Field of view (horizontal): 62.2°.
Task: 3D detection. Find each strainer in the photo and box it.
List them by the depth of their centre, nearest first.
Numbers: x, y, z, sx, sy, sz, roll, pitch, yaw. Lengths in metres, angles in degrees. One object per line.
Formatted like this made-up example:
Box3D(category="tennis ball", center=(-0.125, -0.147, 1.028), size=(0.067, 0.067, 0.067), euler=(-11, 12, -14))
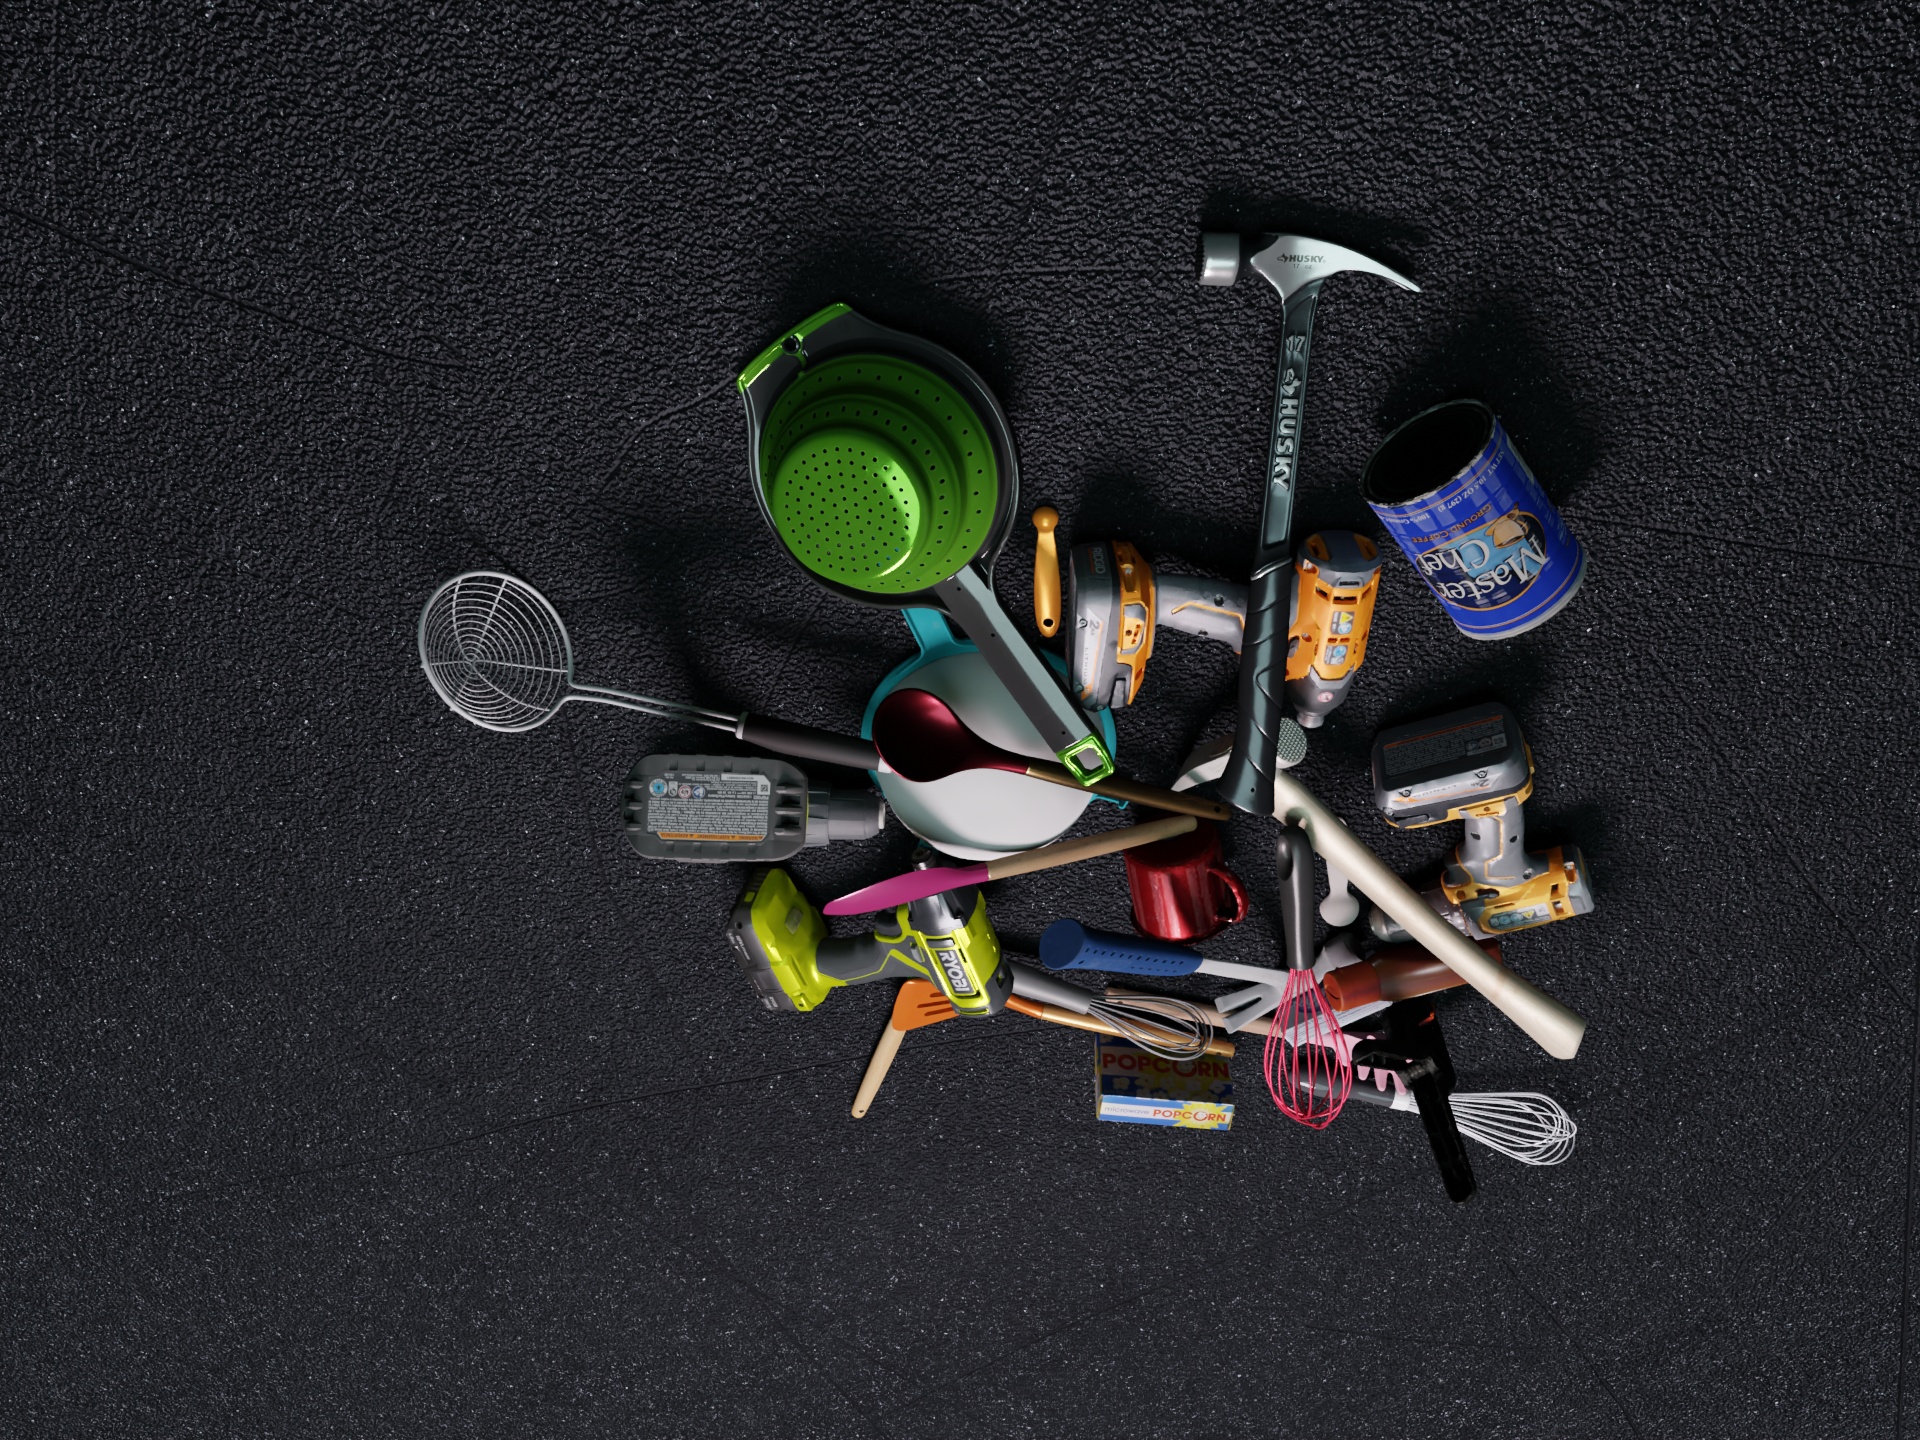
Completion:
Box3D(category="strainer", center=(-0.002, -0.004, 1.247), size=(0.211, 0.095, 0.340), euler=(-16, 126, 15))

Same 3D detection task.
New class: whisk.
Box3D(category="whisk", center=(0.281, 0.214, 1.302), size=(0.073, 0.073, 0.295), euler=(-6, 116, 7))
Box3D(category="whisk", center=(0.116, 0.253, 1.448), size=(0.239, 0.055, 0.055), euler=(19, 126, -3))
Box3D(category="whisk", center=(0.455, 0.370, 1.537), size=(0.284, 0.070, 0.070), euler=(13, 127, 0))

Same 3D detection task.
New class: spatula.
Box3D(category="spatula", center=(0.099, 0.284, 1.486), size=(0.322, 0.041, 0.081), euler=(12, 133, -2))

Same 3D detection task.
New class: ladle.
Box3D(category="ladle", center=(0.073, 0.038, 1.218), size=(0.315, 0.069, 0.031), euler=(14, 168, -21))

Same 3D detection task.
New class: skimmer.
Box3D(category="skimmer", center=(-0.226, -0.024, 1.212), size=(0.363, 0.127, 0.090), euler=(13, 149, 1))

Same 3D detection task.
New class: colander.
Box3D(category="colander", center=(-0.018, -0.096, 1.117), size=(0.204, 0.094, 0.397), euler=(-30, 105, 26))

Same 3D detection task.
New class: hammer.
Box3D(category="hammer", center=(0.223, -0.127, 1.108), size=(0.149, 0.036, 0.408), euler=(1, 108, -2))
Box3D(category="hammer", center=(0.354, 0.149, 1.302), size=(0.410, 0.038, 0.146), euler=(40, 150, -13))
Box3D(category="hammer", center=(0.190, 0.204, 1.310), size=(0.144, 0.035, 0.405), euler=(-36, 149, 26))

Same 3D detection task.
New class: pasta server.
Box3D(category="pasta server", center=(0.290, 0.293, 1.494), size=(0.316, 0.040, 0.060), euler=(12, 134, -5))

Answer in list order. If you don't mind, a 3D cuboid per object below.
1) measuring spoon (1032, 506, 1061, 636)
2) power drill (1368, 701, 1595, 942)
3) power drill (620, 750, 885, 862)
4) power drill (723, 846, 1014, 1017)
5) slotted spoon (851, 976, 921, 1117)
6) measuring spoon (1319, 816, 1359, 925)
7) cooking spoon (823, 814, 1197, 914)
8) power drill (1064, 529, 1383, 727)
Box3D(category="measuring spoon", center=(0.066, -0.110, 1.215), size=(0.021, 0.011, 0.116), euler=(-1, 127, 4))
Box3D(category="power drill", center=(0.407, 0.101, 1.318), size=(0.185, 0.084, 0.226), euler=(-17, 130, 24))
Box3D(category="power drill", center=(-0.162, 0.071, 1.254), size=(0.190, 0.228, 0.080), euler=(2, 86, 2))
Box3D(category="power drill", center=(-0.081, 0.182, 1.372), size=(0.223, 0.080, 0.171), euler=(-6, 126, 24))
Box3D(category="slotted spoon", center=(-0.058, 0.282, 1.509), size=(0.070, 0.031, 0.313), euler=(8, 130, -17))
Box3D(category="measuring spoon", center=(0.329, 0.135, 1.383), size=(0.034, 0.018, 0.124), euler=(-6, 126, 8))
Box3D(category="cooking spoon", center=(0.045, 0.115, 1.274), size=(0.319, 0.017, 0.068), euler=(-12, 161, -16))
Box3D(category="power drill", center=(0.196, -0.061, 1.206), size=(0.226, 0.084, 0.164), euler=(-1, 127, -1))
